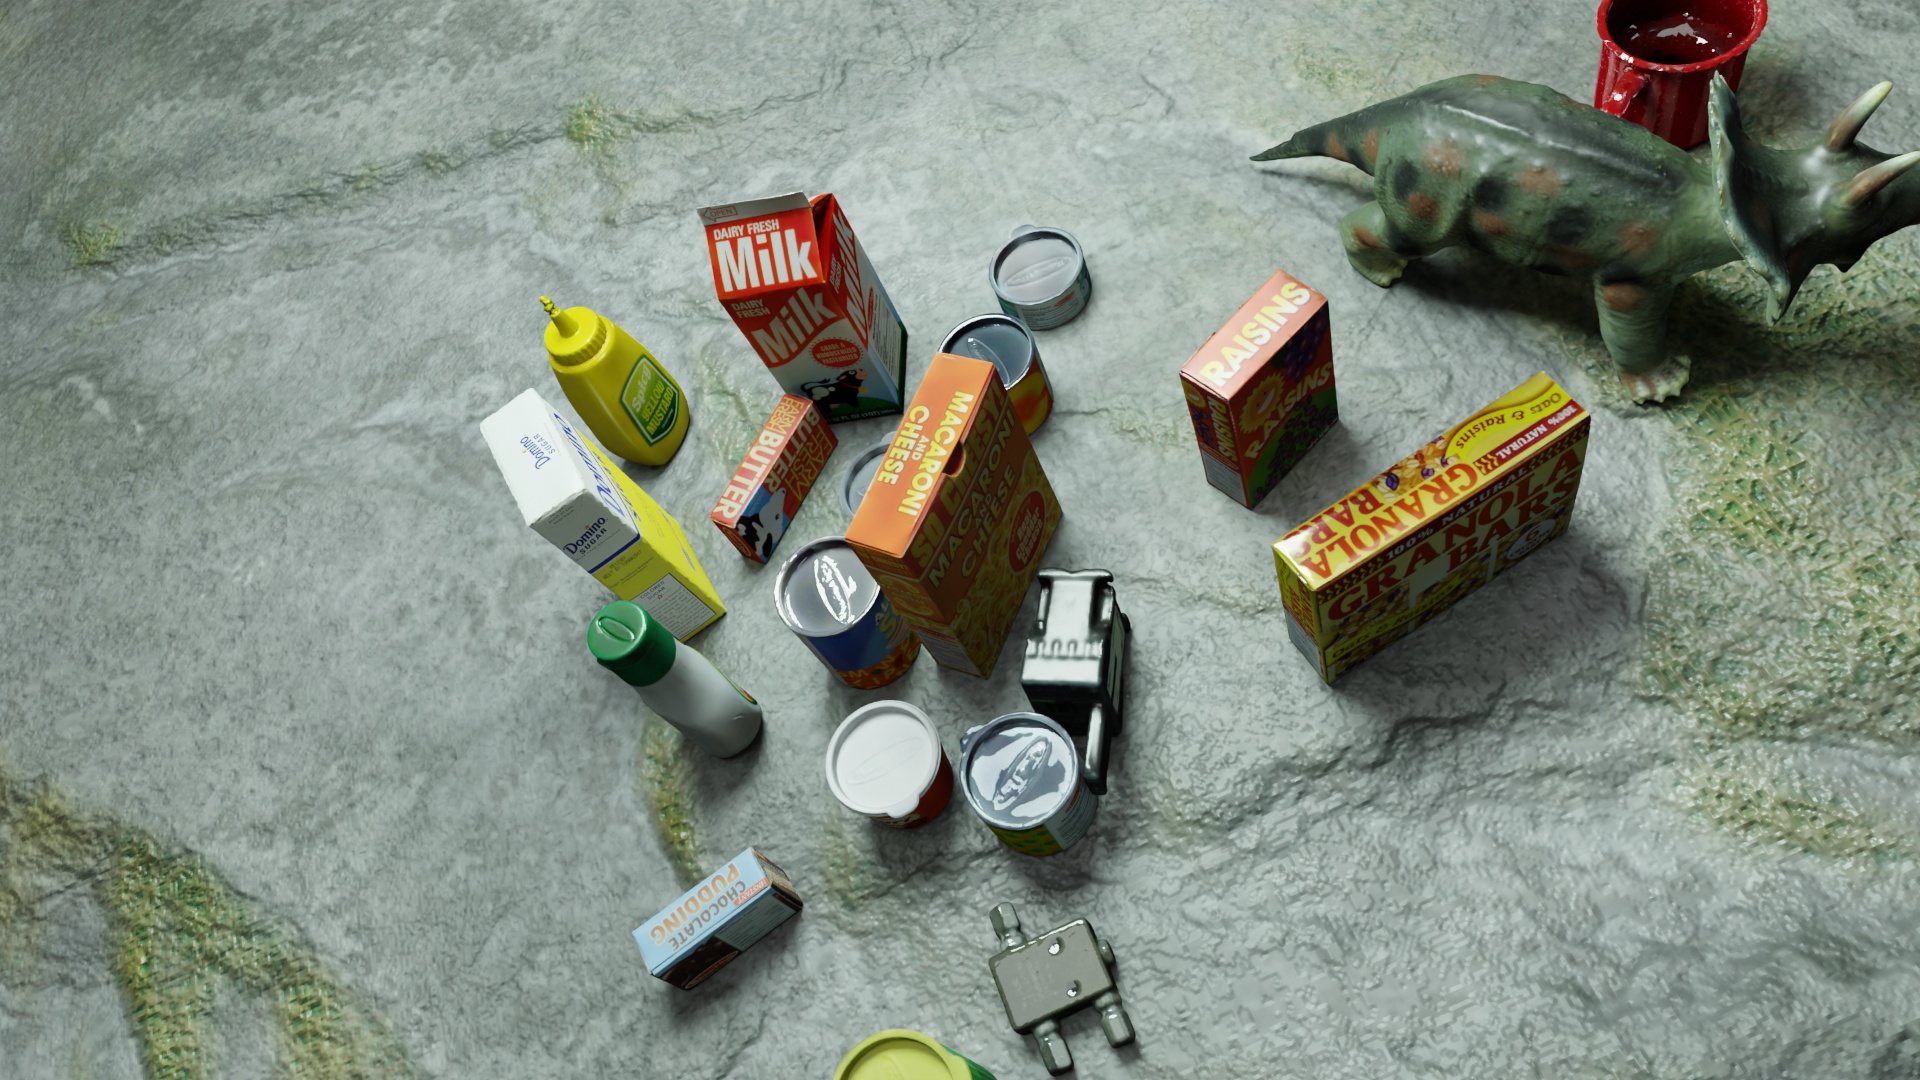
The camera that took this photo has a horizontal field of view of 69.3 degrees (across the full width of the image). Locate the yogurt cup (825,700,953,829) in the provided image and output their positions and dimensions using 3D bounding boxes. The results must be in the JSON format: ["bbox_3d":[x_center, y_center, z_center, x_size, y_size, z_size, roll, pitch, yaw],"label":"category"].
[{"bbox_3d":[-0.037,0.132,0.798,0.072,0.053,0.073,-8,60,14],"label":"yogurt cup"}]

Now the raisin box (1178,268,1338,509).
[{"bbox_3d":[0.176,-0.085,0.809,0.086,0.123,0.040,-45,59,-9],"label":"raisin box"}]

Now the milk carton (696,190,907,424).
[{"bbox_3d":[-0.098,-0.157,0.897,0.072,0.190,0.074,-7,61,15],"label":"milk carton"}]

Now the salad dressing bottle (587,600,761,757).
[{"bbox_3d":[-0.166,0.082,0.811,0.064,0.147,0.044,25,73,28],"label":"salad dressing bottle"}]

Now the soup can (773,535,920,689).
[{"bbox_3d":[-0.064,0.044,0.838,0.071,0.083,0.071,-8,60,14],"label":"soup can"}]

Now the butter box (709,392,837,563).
[{"bbox_3d":[-0.123,-0.042,0.922,0.024,0.053,0.104,19,70,26],"label":"butter box"}]

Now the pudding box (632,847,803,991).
[{"bbox_3d":[-0.137,0.215,0.787,0.084,0.049,0.030,-36,58,-4],"label":"pudding box"}]

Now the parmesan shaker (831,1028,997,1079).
[{"bbox_3d":[-0.014,0.281,0.679,0.071,0.102,0.071,-8,60,14],"label":"parmesan shaker"}]

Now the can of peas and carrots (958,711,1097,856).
[{"bbox_3d":[0.037,0.135,0.770,0.071,0.058,0.071,-8,60,14],"label":"can of peas and carrots"}]

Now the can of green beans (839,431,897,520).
[{"bbox_3d":[-0.036,-0.022,0.881,0.071,0.057,0.071,-8,60,14],"label":"can of green beans"}]

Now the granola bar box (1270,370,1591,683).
[{"bbox_3d":[0.250,-0.002,0.739,0.165,0.123,0.039,-33,58,-1],"label":"granola bar box"}]

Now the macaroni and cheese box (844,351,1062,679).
[{"bbox_3d":[0.003,-0.010,0.797,0.040,0.166,0.124,15,68,25],"label":"macaroni and cheese box"}]

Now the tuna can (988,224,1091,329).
[{"bbox_3d":[0.054,-0.182,0.955,0.071,0.032,0.071,-8,60,14],"label":"tuna can"}]

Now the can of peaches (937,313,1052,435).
[{"bbox_3d":[0.021,-0.104,0.908,0.071,0.058,0.071,-8,60,14],"label":"can of peaches"}]

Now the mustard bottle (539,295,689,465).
[{"bbox_3d":[-0.238,-0.111,0.934,0.049,0.159,0.065,10,66,23],"label":"mustard bottle"}]
